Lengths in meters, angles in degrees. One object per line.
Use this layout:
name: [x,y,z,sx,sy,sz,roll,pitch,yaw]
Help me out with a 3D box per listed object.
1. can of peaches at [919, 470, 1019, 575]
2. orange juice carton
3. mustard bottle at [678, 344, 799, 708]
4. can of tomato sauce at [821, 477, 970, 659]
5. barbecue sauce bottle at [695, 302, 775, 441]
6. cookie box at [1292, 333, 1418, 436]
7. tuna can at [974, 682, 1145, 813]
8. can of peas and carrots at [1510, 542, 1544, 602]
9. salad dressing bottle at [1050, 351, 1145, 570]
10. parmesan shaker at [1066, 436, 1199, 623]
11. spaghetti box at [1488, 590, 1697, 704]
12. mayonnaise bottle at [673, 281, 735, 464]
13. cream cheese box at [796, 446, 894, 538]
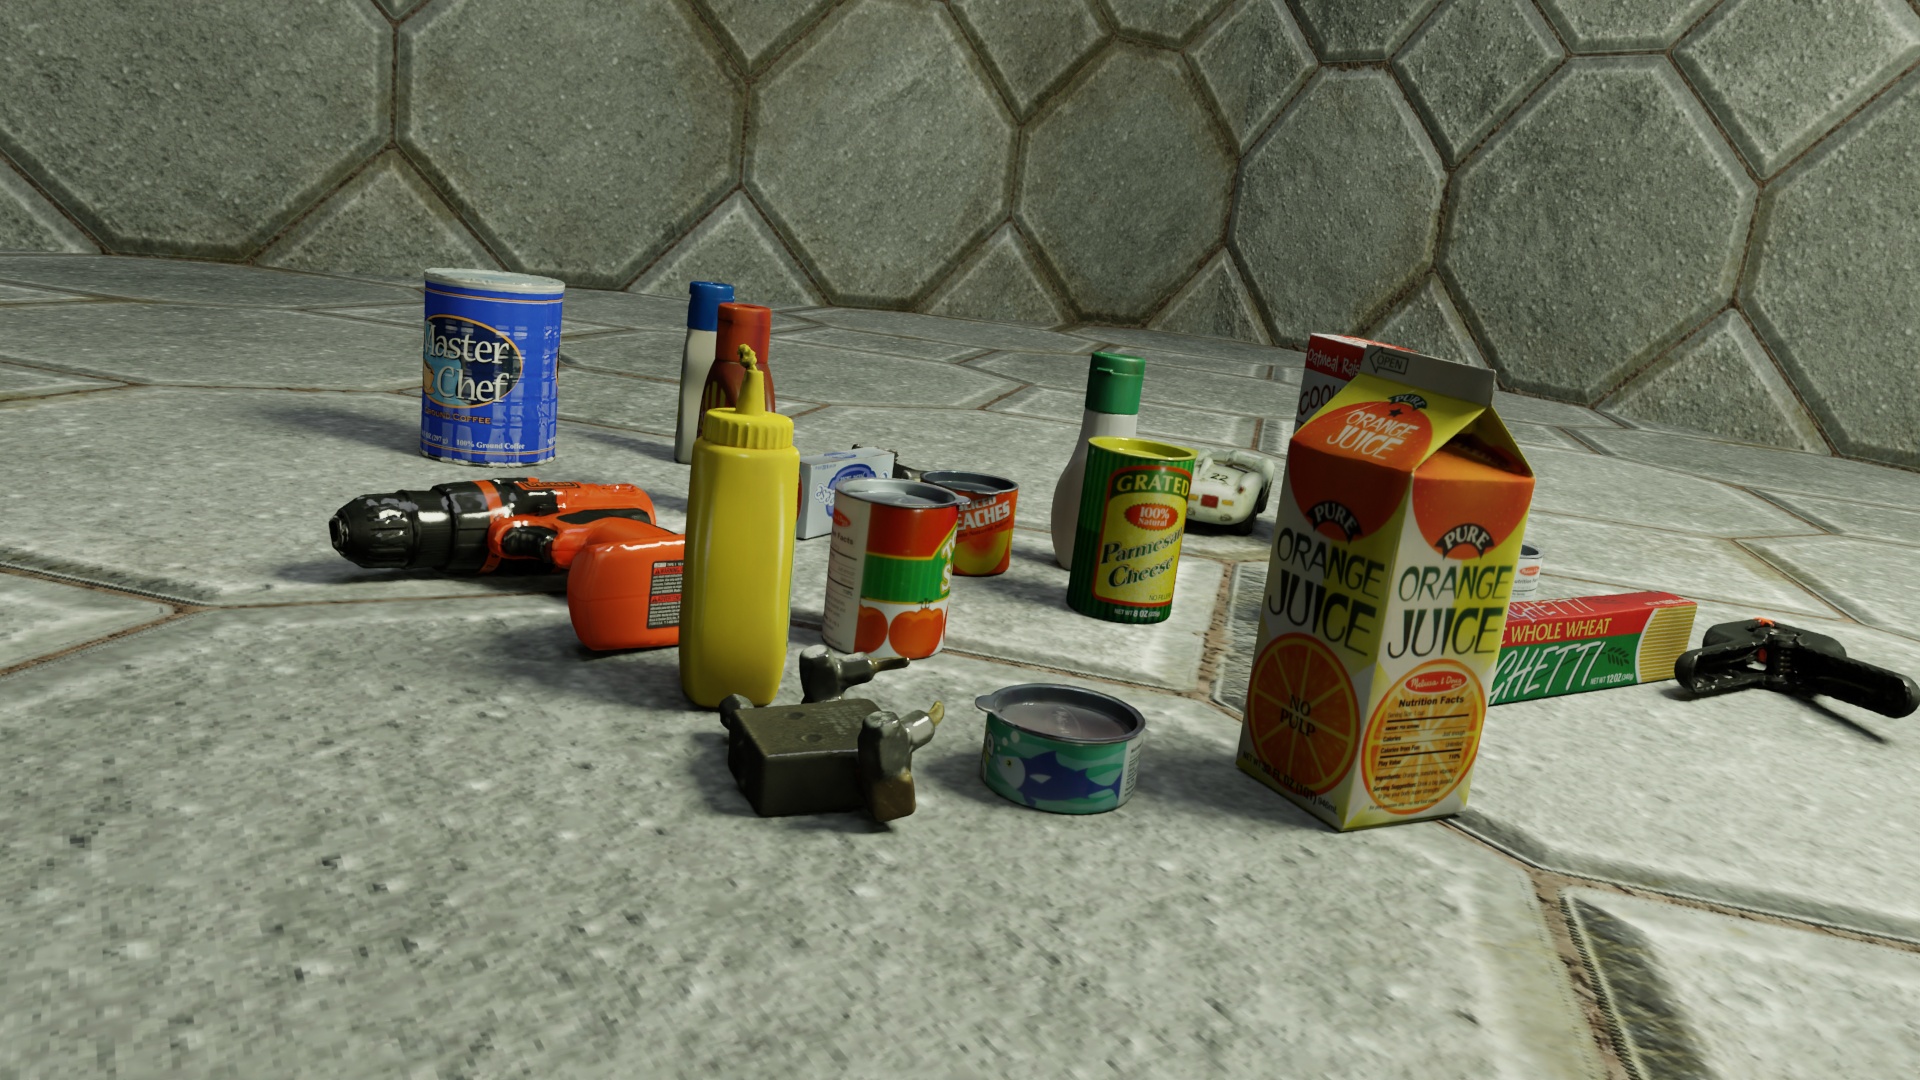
can of peaches: [0.003,-0.011,0.916,0.071,0.058,0.071,6,13,-1]
orange juice carton: [0.180,0.017,0.587,0.073,0.192,0.072,0,14,-28]
mustard bottle: [-0.098,-0.007,0.621,0.049,0.159,0.065,3,13,-17]
can of tomato sauce: [-0.035,0.014,0.732,0.071,0.083,0.071,6,13,-1]
barbecue sauce bottle: [-0.156,-0.090,0.970,0.065,0.148,0.044,18,17,41]
cookie box: [0.301,-0.073,1.088,0.040,0.167,0.123,4,13,-10]
tuna can: [0.039,0.085,0.577,0.071,0.032,0.071,6,13,-1]
can of peas and carrots: [0.341,0.029,0.912,0.071,0.058,0.071,6,13,-1]
salad dressing bottle: [0.097,-0.052,0.939,0.064,0.147,0.044,15,15,31]
parmesan shaker: [0.106,-0.007,0.849,0.071,0.102,0.071,6,13,-1]
spaghetti box: [0.333,0.061,0.790,0.251,0.050,0.029,-2,15,-33]
mayonnaise bottle: [-0.212,-0.139,1.155,0.041,0.147,0.065,5,13,-8]
cream cheese box: [-0.086,-0.034,0.979,0.024,0.053,0.104,13,15,28]
